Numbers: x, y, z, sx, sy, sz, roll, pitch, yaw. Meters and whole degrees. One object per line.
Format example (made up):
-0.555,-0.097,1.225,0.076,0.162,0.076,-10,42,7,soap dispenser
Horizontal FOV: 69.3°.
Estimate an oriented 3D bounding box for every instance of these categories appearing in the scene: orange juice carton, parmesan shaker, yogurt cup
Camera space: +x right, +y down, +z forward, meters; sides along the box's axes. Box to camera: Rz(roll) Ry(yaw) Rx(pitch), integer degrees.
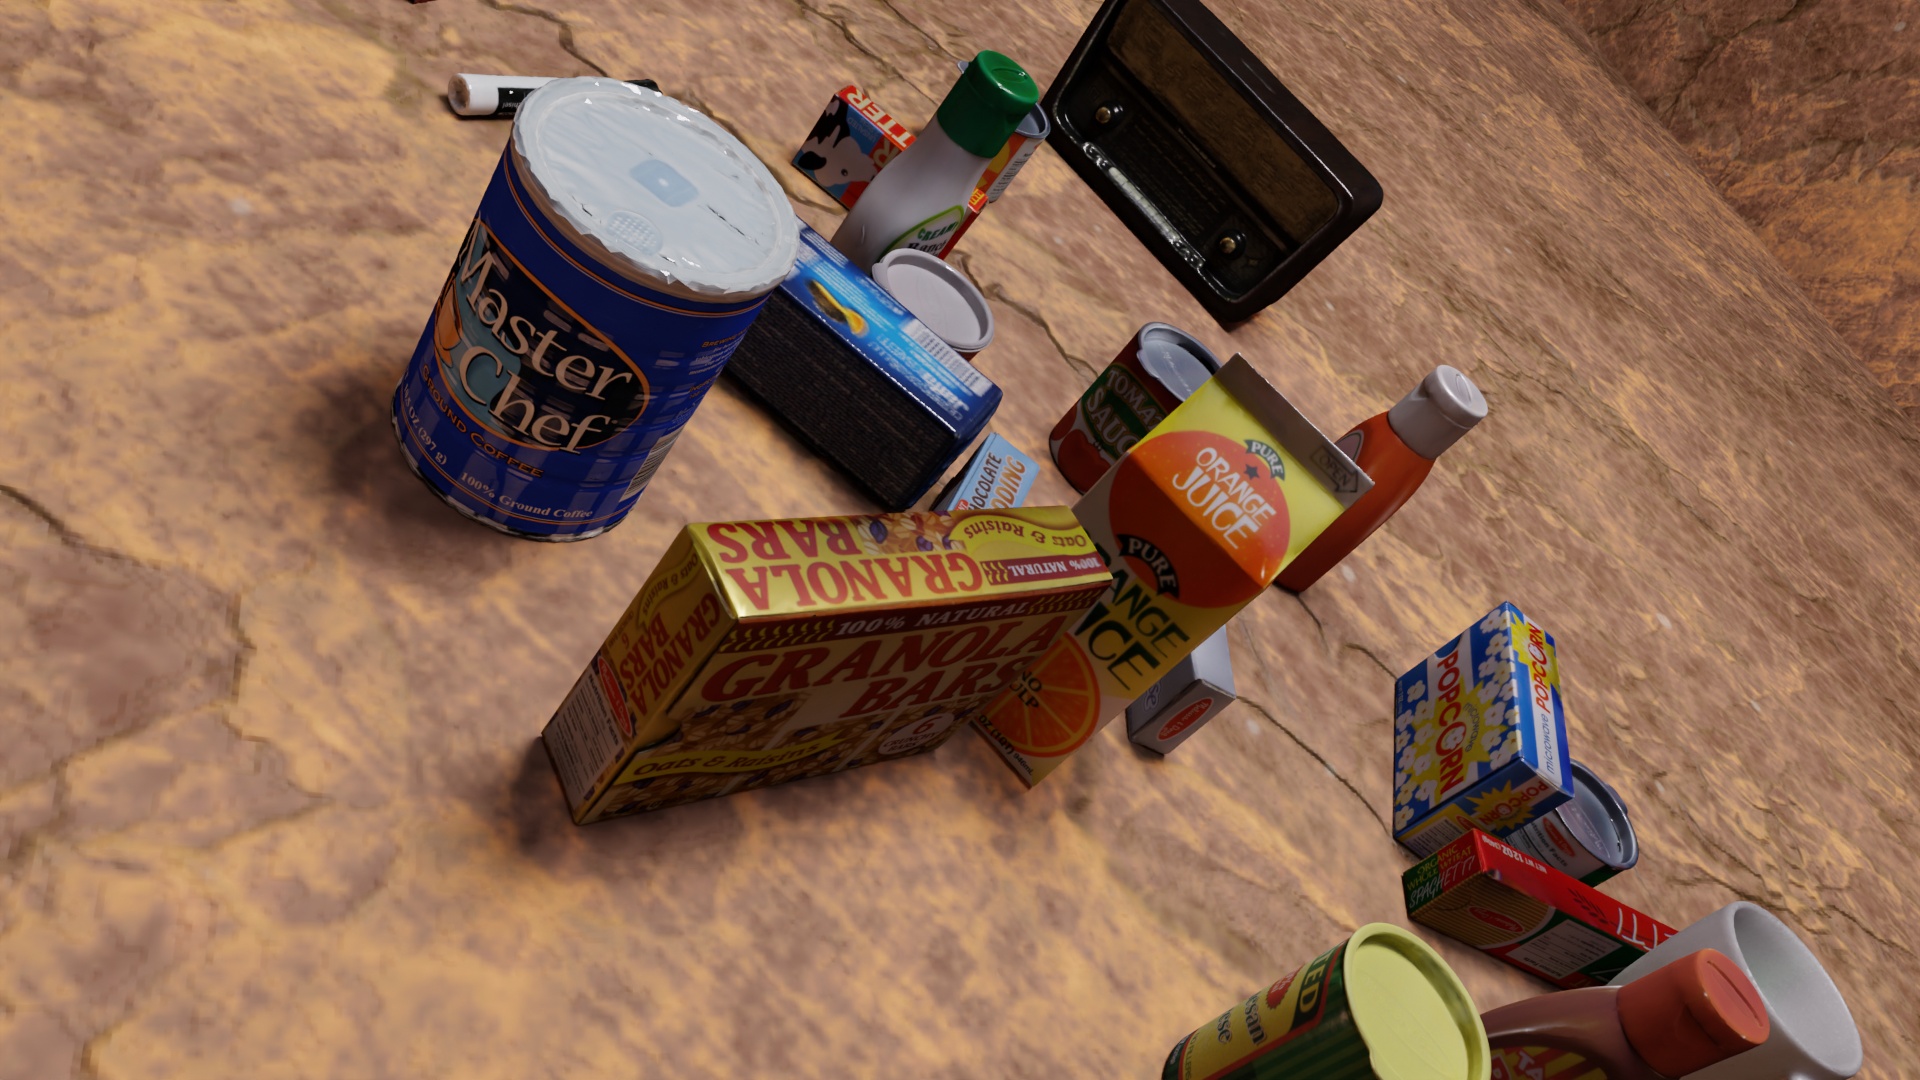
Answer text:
0.074,0.012,0.561,0.072,0.191,0.073,47,37,7,orange juice carton
0.128,0.193,0.504,0.071,0.102,0.072,24,41,-22,parmesan shaker
-0.024,-0.105,0.704,0.072,0.053,0.073,24,41,-22,yogurt cup

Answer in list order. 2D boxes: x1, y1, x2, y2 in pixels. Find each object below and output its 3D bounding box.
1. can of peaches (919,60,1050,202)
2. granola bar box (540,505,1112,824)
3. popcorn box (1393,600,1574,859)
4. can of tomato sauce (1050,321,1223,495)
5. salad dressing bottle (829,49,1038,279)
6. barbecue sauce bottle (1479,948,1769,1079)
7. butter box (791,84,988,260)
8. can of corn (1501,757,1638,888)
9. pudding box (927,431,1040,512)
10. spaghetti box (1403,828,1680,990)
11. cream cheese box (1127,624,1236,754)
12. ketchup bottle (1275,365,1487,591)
0.012,-0.260,0.884,0.071,0.057,0.071,24,41,-22,can of peaches
-0.043,0.041,0.486,0.166,0.123,0.039,-4,56,-43,granola bar box
0.273,0.102,0.735,0.038,0.084,0.127,35,38,-9,popcorn box
0.096,-0.065,0.746,0.071,0.082,0.071,24,41,-22,can of tomato sauce
-0.016,-0.180,0.707,0.064,0.147,0.044,-19,68,-49,salad dressing bottle
0.244,0.209,0.552,0.044,0.147,0.065,-19,67,-49,barbecue sauce bottle
-0.039,-0.204,0.788,0.103,0.053,0.024,38,37,-4,butter box
0.314,0.157,0.739,0.071,0.058,0.071,24,41,-22,can of corn
0.002,-0.008,0.635,0.030,0.049,0.084,37,37,-7,pudding box
0.336,0.214,0.709,0.250,0.050,0.029,27,40,-19,spaghetti box
0.101,0.045,0.666,0.024,0.053,0.104,25,40,-21,cream cheese box
0.227,-0.036,0.778,0.043,0.148,0.065,28,39,-17,ketchup bottle
